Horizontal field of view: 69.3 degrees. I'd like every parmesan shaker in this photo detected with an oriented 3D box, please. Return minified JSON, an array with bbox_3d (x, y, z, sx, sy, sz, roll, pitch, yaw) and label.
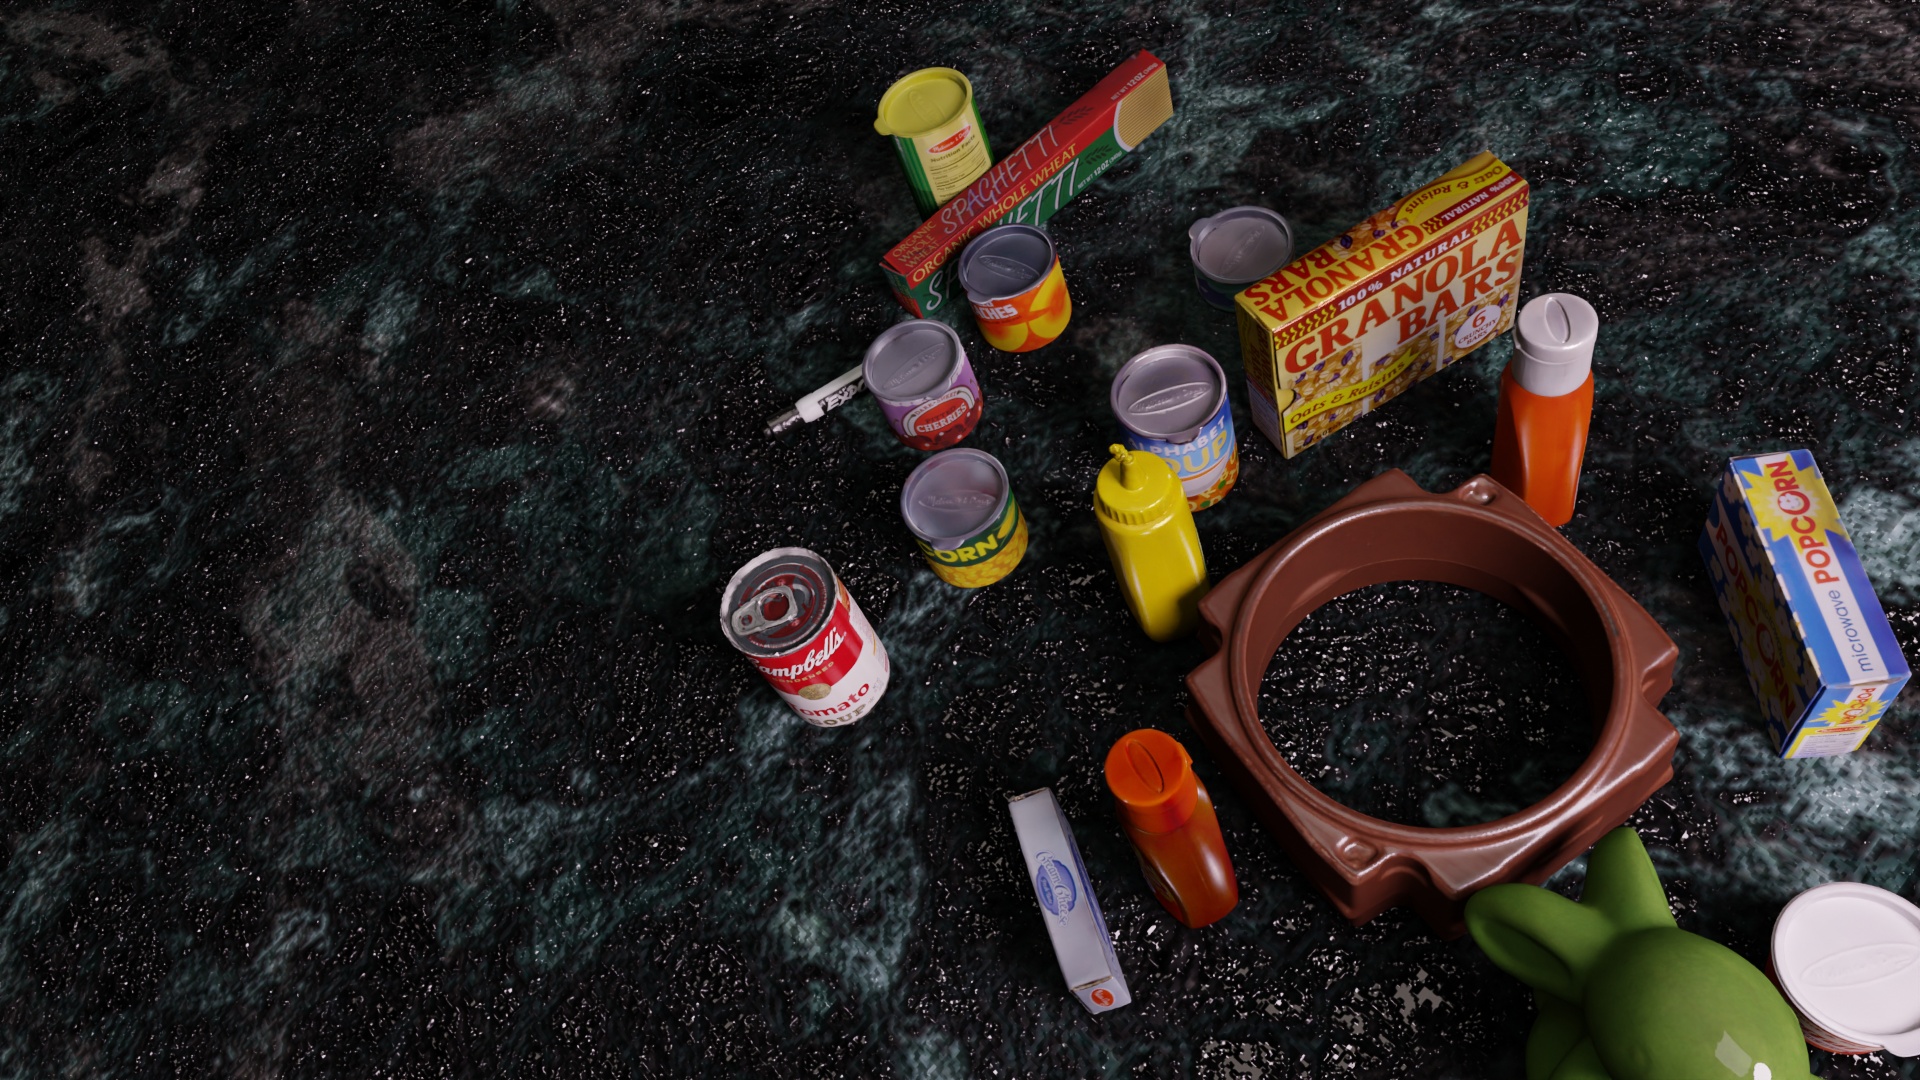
[{"bbox_3d":[-0.014,-0.269,0.978,0.071,0.102,0.071,-8,57,13],"label":"parmesan shaker"}]

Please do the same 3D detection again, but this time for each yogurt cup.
[{"bbox_3d":[0.383,0.188,0.598,0.072,0.053,0.073,-8,57,13],"label":"yogurt cup"}]

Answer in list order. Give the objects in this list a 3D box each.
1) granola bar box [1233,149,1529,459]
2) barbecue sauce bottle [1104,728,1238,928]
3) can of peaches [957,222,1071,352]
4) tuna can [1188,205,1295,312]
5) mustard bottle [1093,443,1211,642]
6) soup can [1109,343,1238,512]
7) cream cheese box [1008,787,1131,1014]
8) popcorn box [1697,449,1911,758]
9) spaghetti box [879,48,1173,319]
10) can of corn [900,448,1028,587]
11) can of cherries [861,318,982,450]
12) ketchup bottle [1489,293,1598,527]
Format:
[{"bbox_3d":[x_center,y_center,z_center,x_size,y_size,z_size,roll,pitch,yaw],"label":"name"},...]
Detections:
[{"bbox_3d":[0.243,-0.132,0.799,0.166,0.123,0.039,-30,55,-3],"label":"granola bar box"},{"bbox_3d":[0.099,0.135,0.662,0.044,0.148,0.065,-29,55,-2],"label":"barbecue sauce bottle"},{"bbox_3d":[0.036,-0.166,0.925,0.071,0.058,0.071,-8,57,13],"label":"can of peaches"},{"bbox_3d":[0.183,-0.184,0.907,0.071,0.032,0.071,-8,57,12],"label":"tuna can"},{"bbox_3d":[0.101,-0.004,0.741,0.049,0.159,0.065,-23,55,3],"label":"mustard bottle"},{"bbox_3d":[0.128,-0.062,0.816,0.071,0.083,0.071,-8,57,13],"label":"soup can"},{"bbox_3d":[0.055,0.182,0.703,0.024,0.053,0.104,-22,55,4],"label":"cream cheese box"},{"bbox_3d":[0.403,0.031,0.672,0.038,0.085,0.127,-10,57,11],"label":"popcorn box"},{"bbox_3d":[0.050,-0.251,0.979,0.250,0.050,0.029,-41,56,-10],"label":"spaghetti box"},{"bbox_3d":[0.003,-0.011,0.838,0.071,0.058,0.071,-8,57,13],"label":"can of corn"},{"bbox_3d":[-0.023,-0.098,0.901,0.071,0.058,0.072,-8,57,13],"label":"can of cherries"},{"bbox_3d":[0.304,-0.068,0.726,0.043,0.148,0.065,-8,57,13],"label":"ketchup bottle"}]
